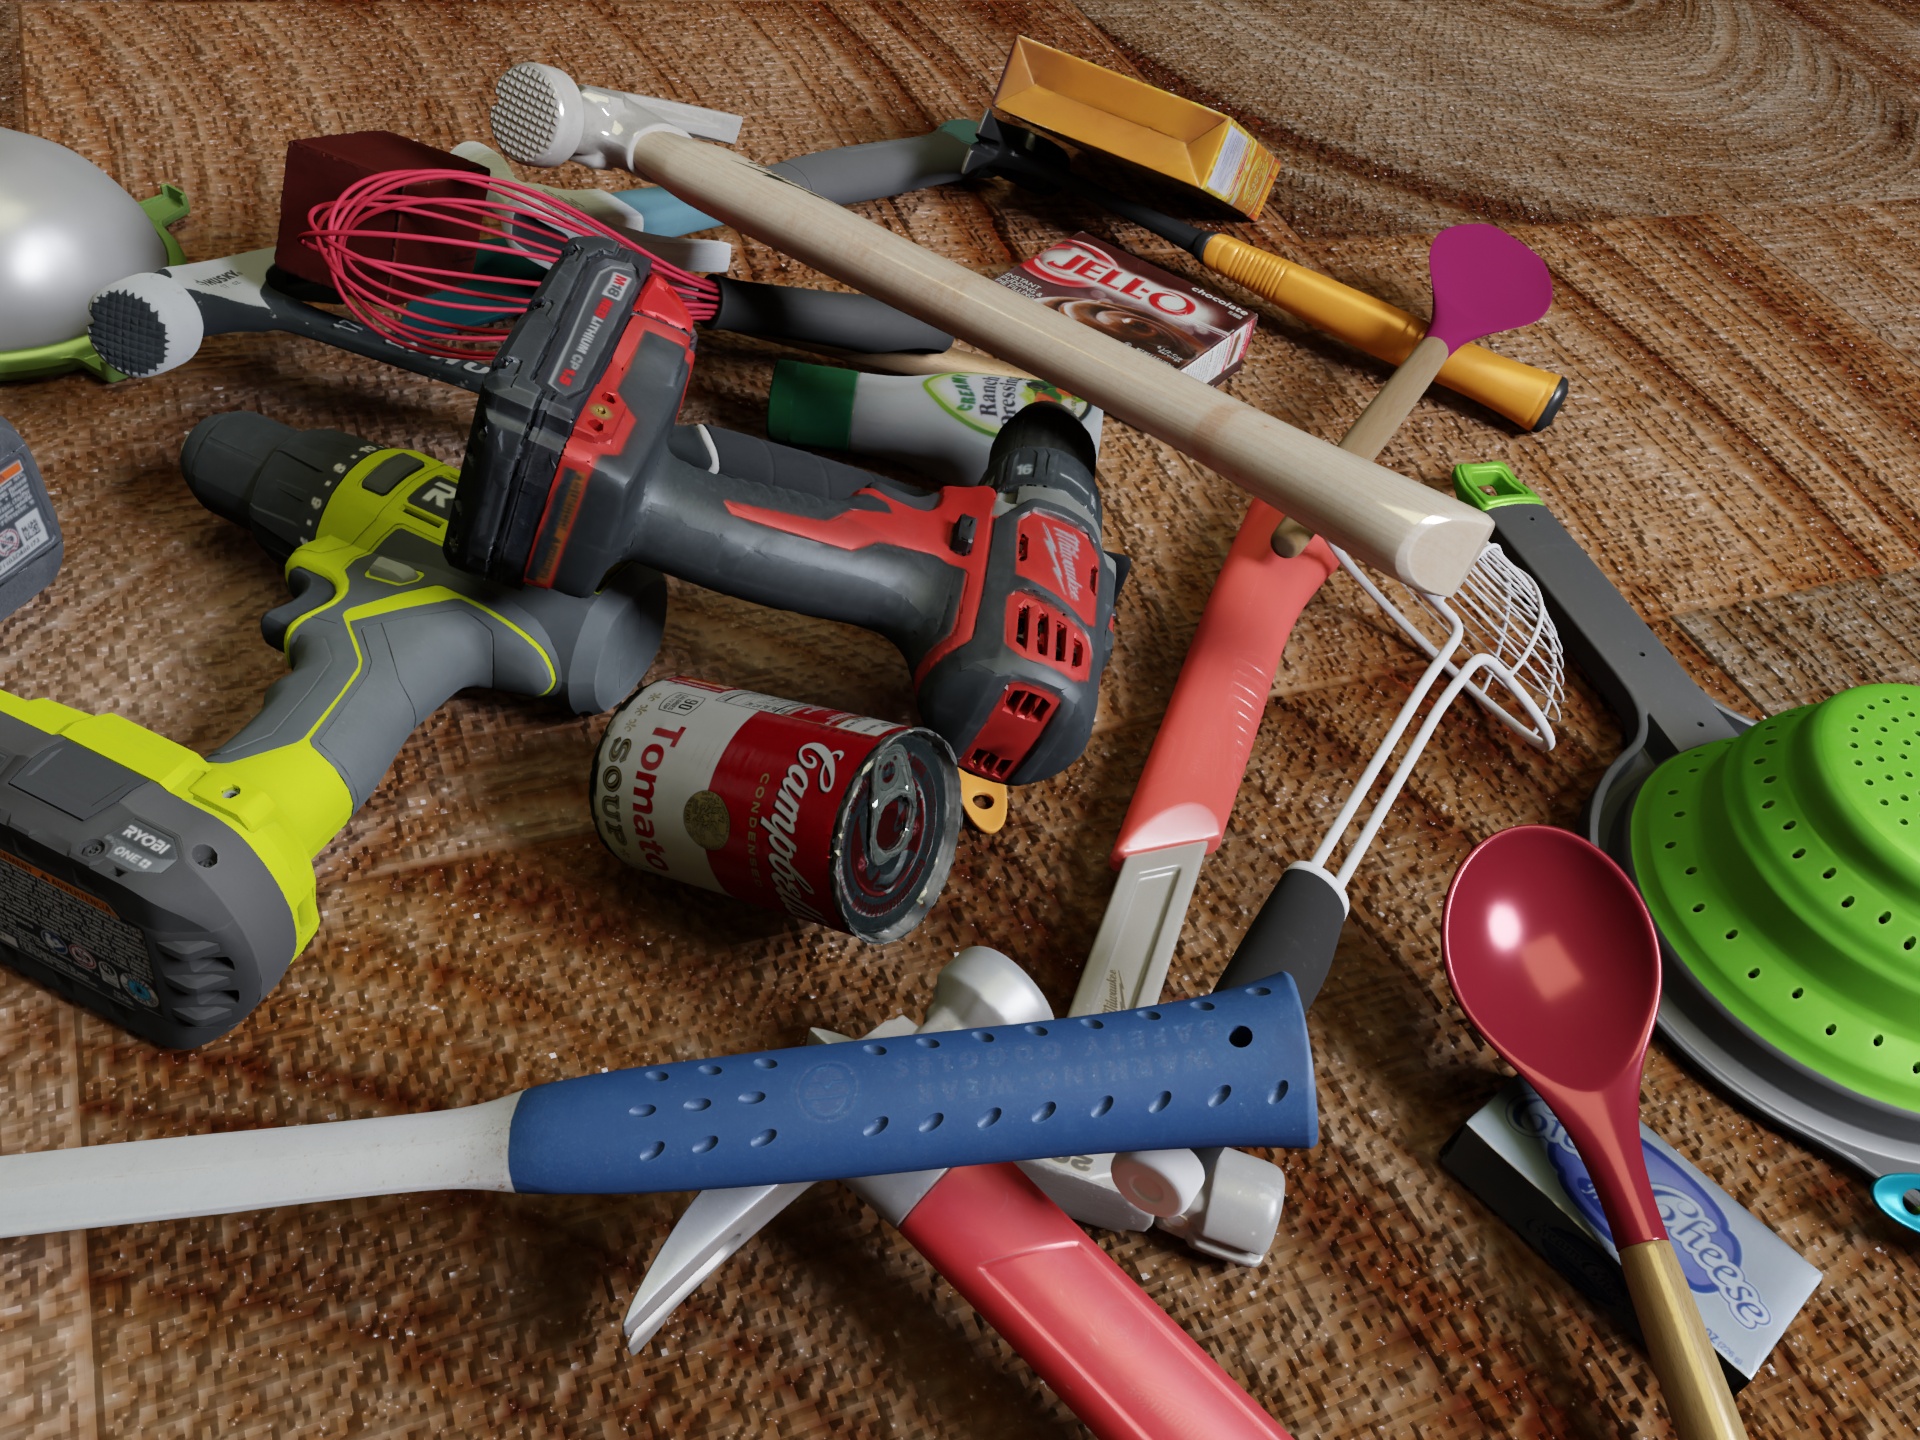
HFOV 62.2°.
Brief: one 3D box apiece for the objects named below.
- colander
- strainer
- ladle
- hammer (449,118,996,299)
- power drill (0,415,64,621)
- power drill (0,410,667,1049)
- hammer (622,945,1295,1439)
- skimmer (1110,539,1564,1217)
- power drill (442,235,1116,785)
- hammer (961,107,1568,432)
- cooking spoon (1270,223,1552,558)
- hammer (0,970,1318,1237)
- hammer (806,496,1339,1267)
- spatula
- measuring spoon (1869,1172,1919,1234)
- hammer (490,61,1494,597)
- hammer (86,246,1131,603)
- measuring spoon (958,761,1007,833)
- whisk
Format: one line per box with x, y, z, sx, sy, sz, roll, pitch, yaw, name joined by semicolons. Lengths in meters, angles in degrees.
0.316;-0.004;0.628;0.204;0.094;0.398;-7;48;-19;colander
-0.471;-0.216;0.674;0.256;0.069;0.152;1;46;-14;strainer
0.203;0.174;0.447;0.069;0.031;0.316;-8;58;0;ladle
-0.088;-0.273;0.811;0.128;0.033;0.331;36;41;21;hammer
-0.454;-0.067;0.529;0.226;0.084;0.185;19;46;12;power drill
-0.234;-0.019;0.533;0.190;0.080;0.229;24;43;9;power drill
0.091;0.227;0.375;0.386;0.038;0.143;41;61;19;hammer
0.123;0.033;0.539;0.127;0.090;0.363;46;47;-3;skimmer
-0.047;-0.086;0.573;0.226;0.080;0.188;21;42;-11;power drill
0.160;-0.237;0.842;0.337;0.034;0.127;28;20;10;hammer
0.215;-0.164;0.755;0.069;0.017;0.319;37;51;7;cooking spoon
-0.118;0.110;0.389;0.405;0.035;0.144;-7;48;4;hammer
0.076;0.020;0.593;0.149;0.036;0.359;20;46;7;hammer
-0.101;-0.185;0.763;0.317;0.044;0.082;12;47;-8;spatula
0.353;0.169;0.515;0.128;0.021;0.042;16;76;1;measuring spoon
0.015;-0.159;0.622;0.411;0.038;0.146;31;24;18;hammer
-0.125;-0.118;0.662;0.409;0.036;0.149;18;27;-2;hammer
-0.001;-0.002;0.617;0.021;0.011;0.117;-2;50;-16;measuring spoon
-0.121;-0.176;0.660;0.295;0.073;0.073;-2;45;-39;whisk
